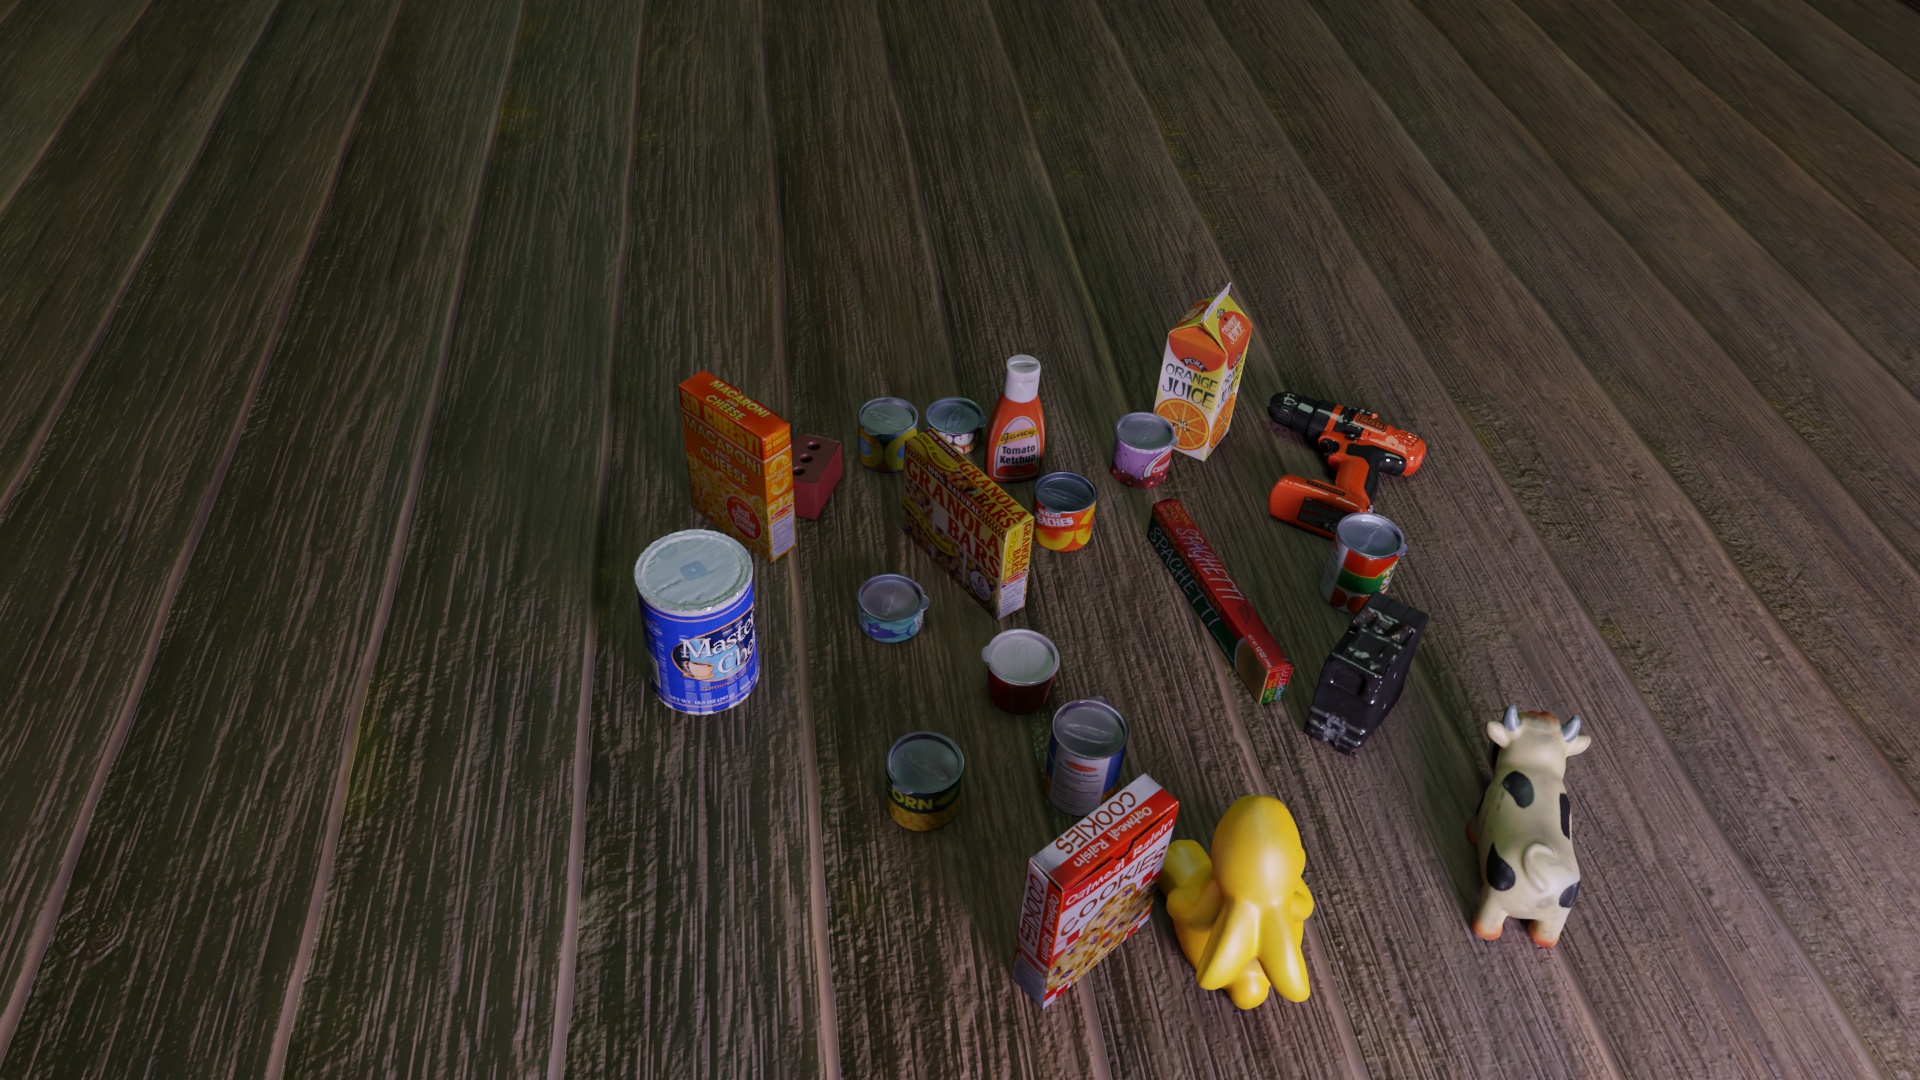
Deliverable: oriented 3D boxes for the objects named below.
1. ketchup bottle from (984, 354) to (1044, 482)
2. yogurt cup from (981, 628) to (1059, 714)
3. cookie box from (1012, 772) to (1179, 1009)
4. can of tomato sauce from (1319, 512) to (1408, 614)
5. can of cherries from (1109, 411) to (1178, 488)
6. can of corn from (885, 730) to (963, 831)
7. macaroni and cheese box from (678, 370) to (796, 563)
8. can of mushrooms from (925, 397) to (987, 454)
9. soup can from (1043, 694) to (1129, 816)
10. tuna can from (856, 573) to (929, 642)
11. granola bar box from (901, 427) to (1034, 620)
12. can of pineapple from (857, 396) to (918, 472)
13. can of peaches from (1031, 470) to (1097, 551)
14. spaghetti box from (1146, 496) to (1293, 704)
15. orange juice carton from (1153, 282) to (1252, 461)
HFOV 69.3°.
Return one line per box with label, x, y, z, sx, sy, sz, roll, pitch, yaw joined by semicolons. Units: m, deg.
ketchup bottle;0.061;-0.131;1.494;0.065;0.148;0.044;-5;44;-9
yogurt cup;0.056;0.124;1.293;0.072;0.053;0.073;2;43;-2
cookie box;0.102;0.269;1.061;0.123;0.166;0.040;-30;53;-31
can of tomato sauce;0.407;0.025;1.404;0.071;0.082;0.071;2;43;-2
can of cherries;0.203;-0.099;1.537;0.071;0.058;0.072;2;43;-2
can of corn;-0.033;0.209;1.193;0.071;0.058;0.071;2;43;-2
macaroni and cheese box;-0.223;-0.074;1.400;0.124;0.165;0.040;32;50;27
can of mushrooms;-0.005;-0.129;1.571;0.071;0.033;0.071;2;43;-2
soup can;0.109;0.187;1.208;0.071;0.083;0.072;2;43;-2
tuna can;-0.066;0.067;1.360;0.071;0.032;0.071;2;43;-2
granola bar box;0.005;-0.017;1.388;0.039;0.123;0.166;-26;51;-28
can of pineapple;-0.082;-0.116;1.534;0.071;0.057;0.071;2;43;-2
can of peaches;0.106;-0.029;1.456;0.071;0.057;0.071;2;43;-2
spaghetti box;0.253;0.055;1.384;0.029;0.049;0.251;-12;46;-16
orange juice carton;0.269;-0.191;1.542;0.073;0.191;0.072;25;47;21
